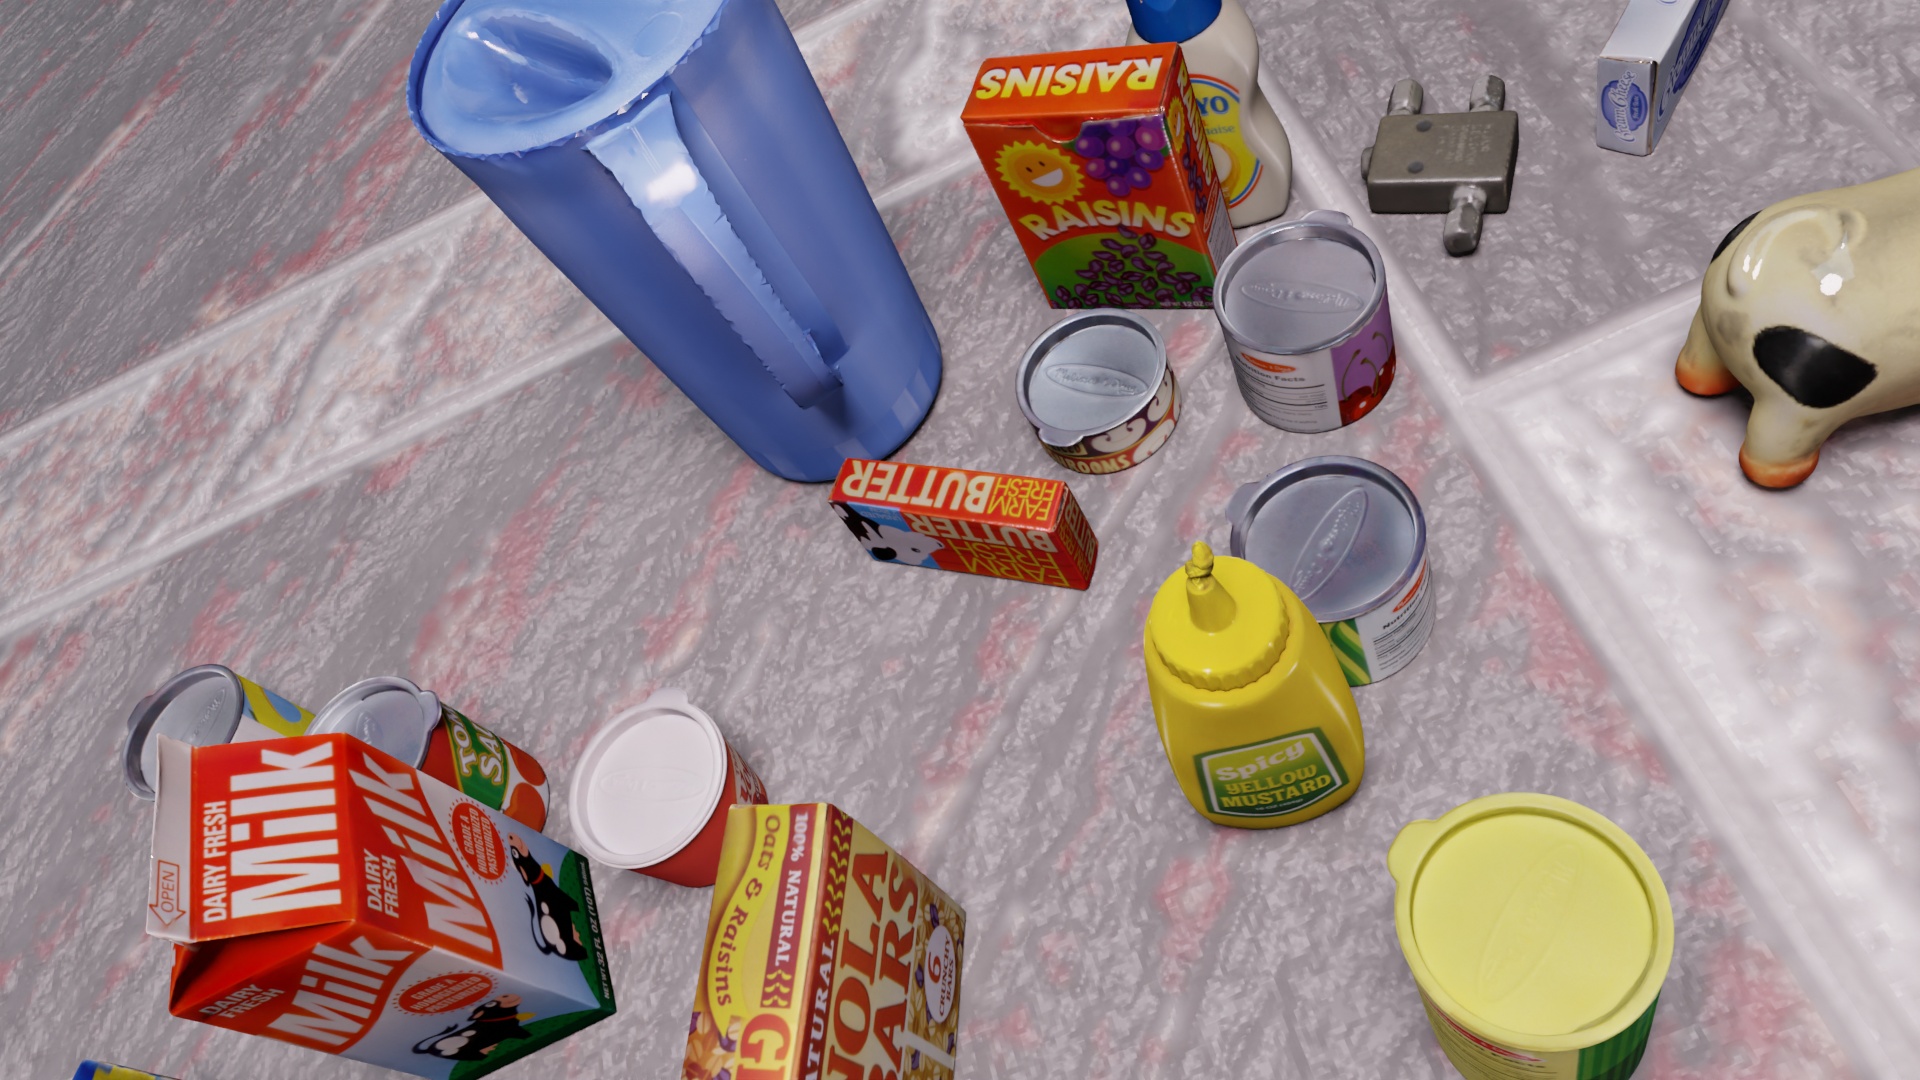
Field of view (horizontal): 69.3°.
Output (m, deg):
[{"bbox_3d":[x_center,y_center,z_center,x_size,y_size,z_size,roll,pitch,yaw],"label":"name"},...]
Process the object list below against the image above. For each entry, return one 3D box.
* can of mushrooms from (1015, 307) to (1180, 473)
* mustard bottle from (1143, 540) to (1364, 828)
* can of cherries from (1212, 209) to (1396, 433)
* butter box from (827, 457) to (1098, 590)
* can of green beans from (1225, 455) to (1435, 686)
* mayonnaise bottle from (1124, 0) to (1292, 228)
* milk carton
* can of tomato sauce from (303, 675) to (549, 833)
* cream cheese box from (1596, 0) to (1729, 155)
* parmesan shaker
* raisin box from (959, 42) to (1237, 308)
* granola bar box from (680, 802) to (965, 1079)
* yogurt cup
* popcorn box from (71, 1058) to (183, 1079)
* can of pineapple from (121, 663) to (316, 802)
[{"bbox_3d":[0.058,-0.062,0.595,0.071,0.033,0.071,-11,57,17],"label":"can of mushrooms"},{"bbox_3d":[0.088,0.045,0.438,0.065,0.159,0.049,-17,56,13],"label":"mustard bottle"},{"bbox_3d":[0.141,-0.088,0.560,0.071,0.058,0.072,-11,57,17],"label":"can of cherries"},{"bbox_3d":[0.002,-0.007,0.573,0.103,0.053,0.024,8,64,27],"label":"butter box"},{"bbox_3d":[0.136,0.012,0.502,0.071,0.057,0.071,-11,57,17],"label":"can of green beans"},{"bbox_3d":[0.099,-0.194,0.587,0.065,0.147,0.041,-2,60,22],"label":"mayonnaise bottle"},{"bbox_3d":[-0.209,0.131,0.492,0.073,0.190,0.072,-27,54,6],"label":"milk carton"},{"bbox_3d":[-0.222,0.102,0.582,0.071,0.083,0.071,-11,57,17],"label":"can of tomato sauce"},{"bbox_3d":[0.296,-0.217,0.577,0.024,0.053,0.104,22,71,32],"label":"cream cheese box"},{"bbox_3d":[0.161,0.119,0.397,0.071,0.102,0.071,-11,57,17],"label":"parmesan shaker"},{"bbox_3d":[0.063,-0.150,0.591,0.086,0.123,0.040,5,63,26],"label":"raisin box"},{"bbox_3d":[-0.041,0.180,0.432,0.039,0.123,0.166,-6,58,20],"label":"granola bar box"},{"bbox_3d":[-0.112,0.104,0.553,0.072,0.053,0.073,-11,57,17],"label":"yogurt cup"},{"bbox_3d":[-0.262,0.230,0.519,0.126,0.085,0.038,1,61,24],"label":"popcorn box"},{"bbox_3d":[-0.344,0.098,0.651,0.071,0.057,0.071,-11,57,17],"label":"can of pineapple"}]
